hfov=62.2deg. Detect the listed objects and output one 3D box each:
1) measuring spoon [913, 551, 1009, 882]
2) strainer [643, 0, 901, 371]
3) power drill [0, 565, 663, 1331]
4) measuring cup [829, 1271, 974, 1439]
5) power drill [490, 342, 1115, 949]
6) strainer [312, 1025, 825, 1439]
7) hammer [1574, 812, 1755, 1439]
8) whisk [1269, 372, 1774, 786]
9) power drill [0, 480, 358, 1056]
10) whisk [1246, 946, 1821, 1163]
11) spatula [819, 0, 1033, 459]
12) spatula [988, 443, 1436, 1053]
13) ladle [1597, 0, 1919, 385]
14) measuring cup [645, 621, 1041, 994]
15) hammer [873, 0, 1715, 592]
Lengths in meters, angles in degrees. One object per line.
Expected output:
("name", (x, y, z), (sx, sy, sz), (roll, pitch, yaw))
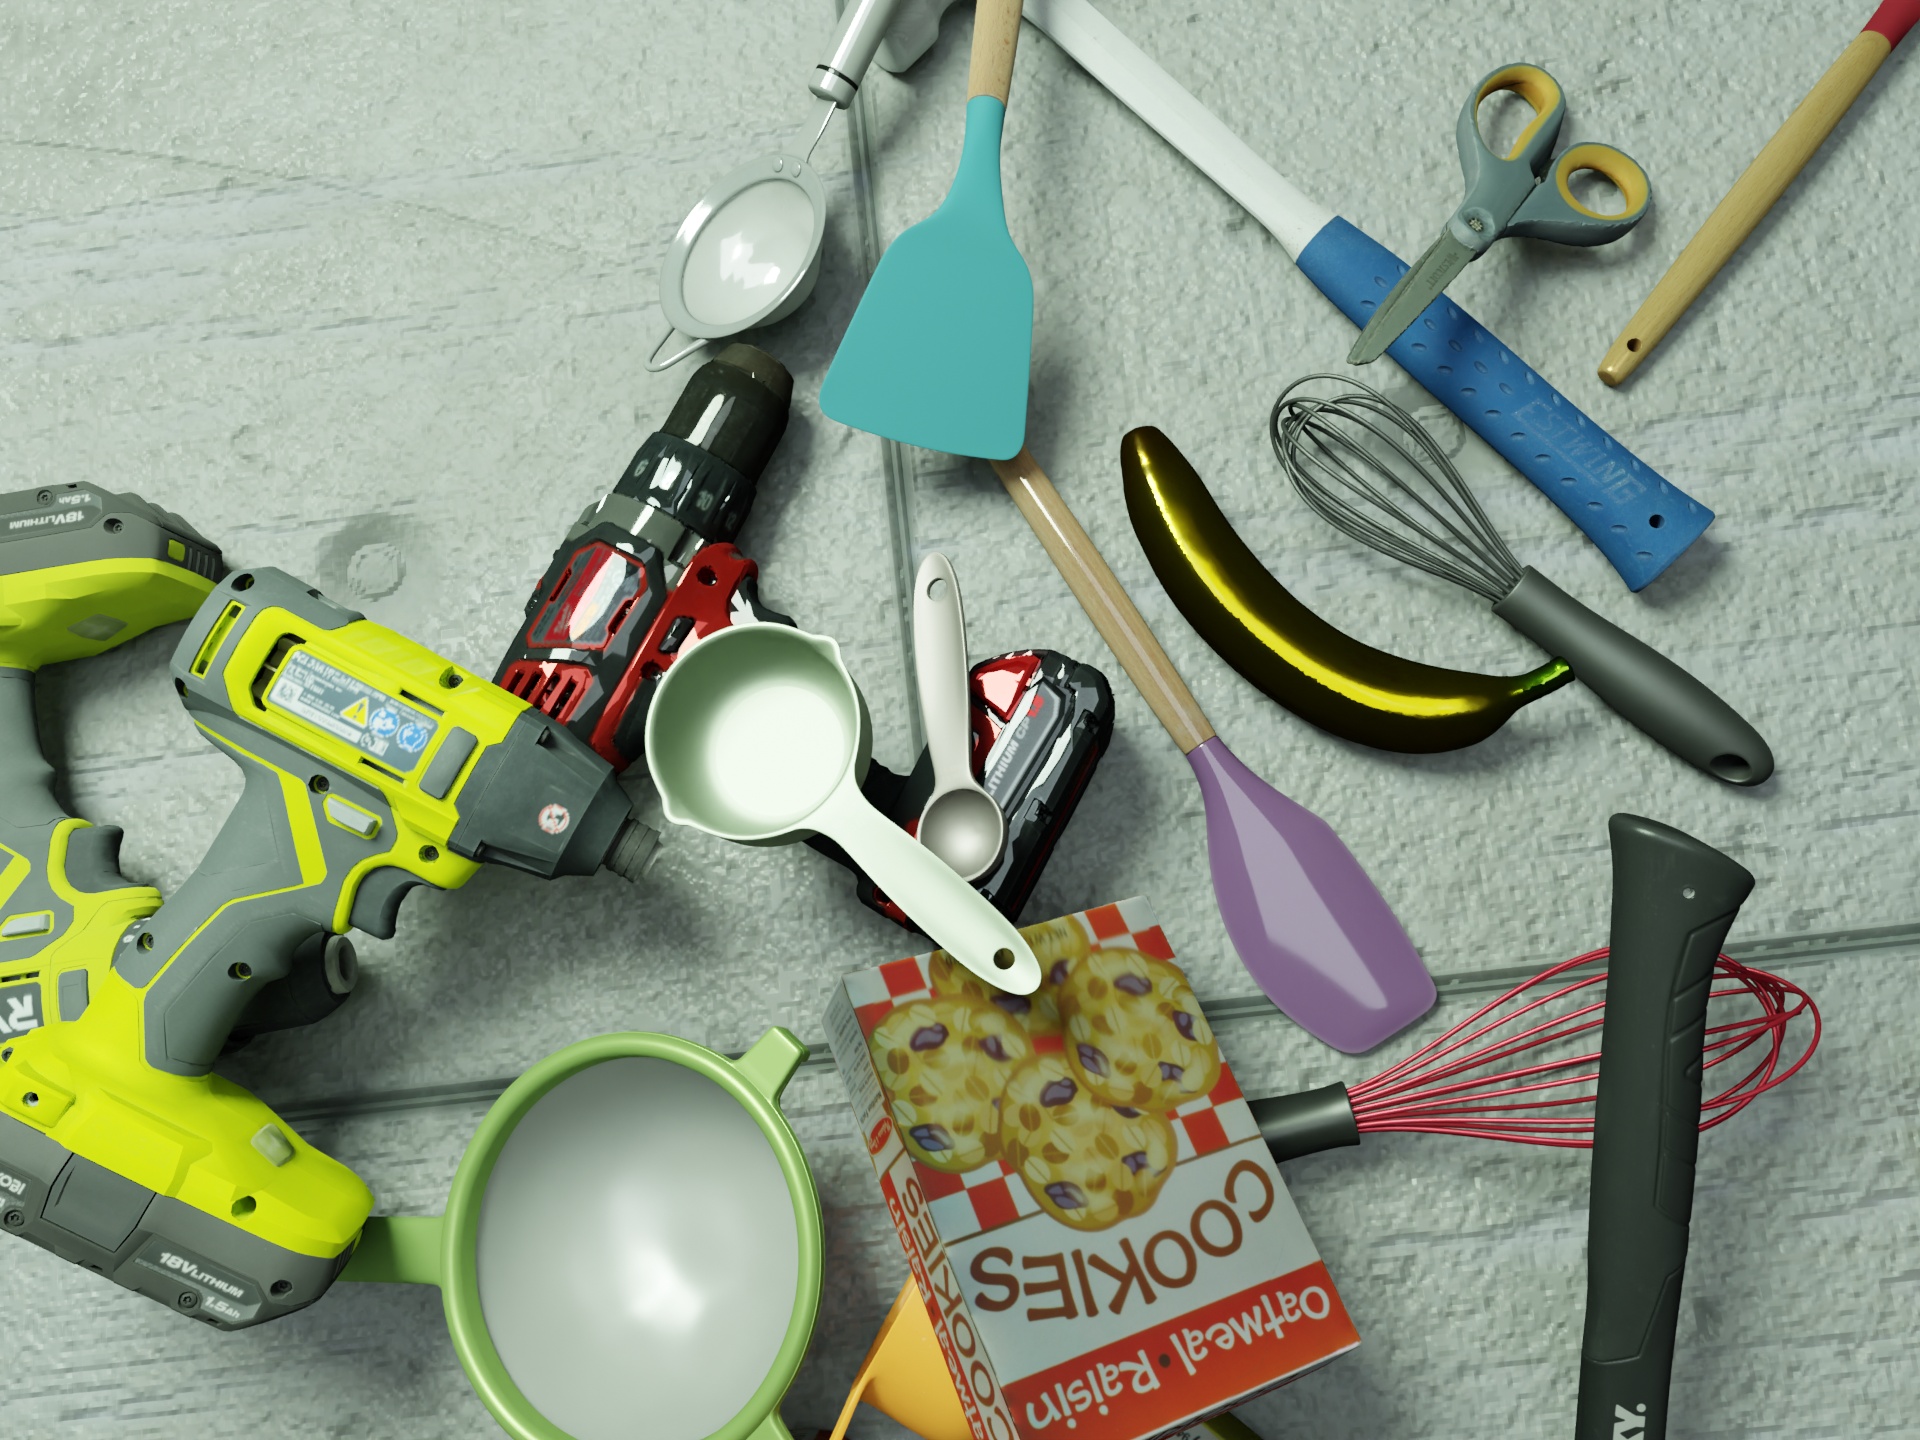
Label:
("measuring spoon", (-0.001, -0.002, 0.561), (0.034, 0.018, 0.124), (-17, 67, 27))
("strainer", (-0.054, -0.251, 0.653), (0.087, 0.050, 0.258), (31, 96, 38))
("power drill", (-0.223, 0.082, 0.552), (0.171, 0.080, 0.223), (29, 86, -7))
("measuring cup", (-0.012, 0.237, 0.535), (0.052, 0.095, 0.174), (28, 48, 5))
("power drill", (-0.053, -0.030, 0.618), (0.227, 0.080, 0.188), (27, 82, 10))
("strainer", (-0.156, 0.196, 0.596), (0.256, 0.069, 0.151), (-6, 77, 20))
("hammer", (0.219, 0.197, 0.532), (0.146, 0.035, 0.334), (2, 98, 5))
("whisk", (0.218, -0.053, 0.621), (0.239, 0.055, 0.055), (38, 84, 5))
("power drill", (-0.342, 0.030, 0.622), (0.190, 0.080, 0.228), (-10, 82, 2))
("whisk", (0.162, 0.139, 0.583), (0.296, 0.073, 0.073), (-15, 79, 6))
("spatula", (0.009, -0.263, 0.641), (0.082, 0.044, 0.318), (11, 74, -12))
("spatula", (0.080, -0.010, 0.634), (0.060, 0.018, 0.316), (-32, 81, 0))
("ladle", (0.362, -0.262, 0.660), (0.069, 0.031, 0.315), (38, 86, 8))
("measuring cup", (-0.035, 0.036, 0.543), (0.168, 0.038, 0.083), (41, 86, 14))
("hammer", (0.144, -0.210, 0.657), (0.144, 0.035, 0.405), (-44, 81, -5))
